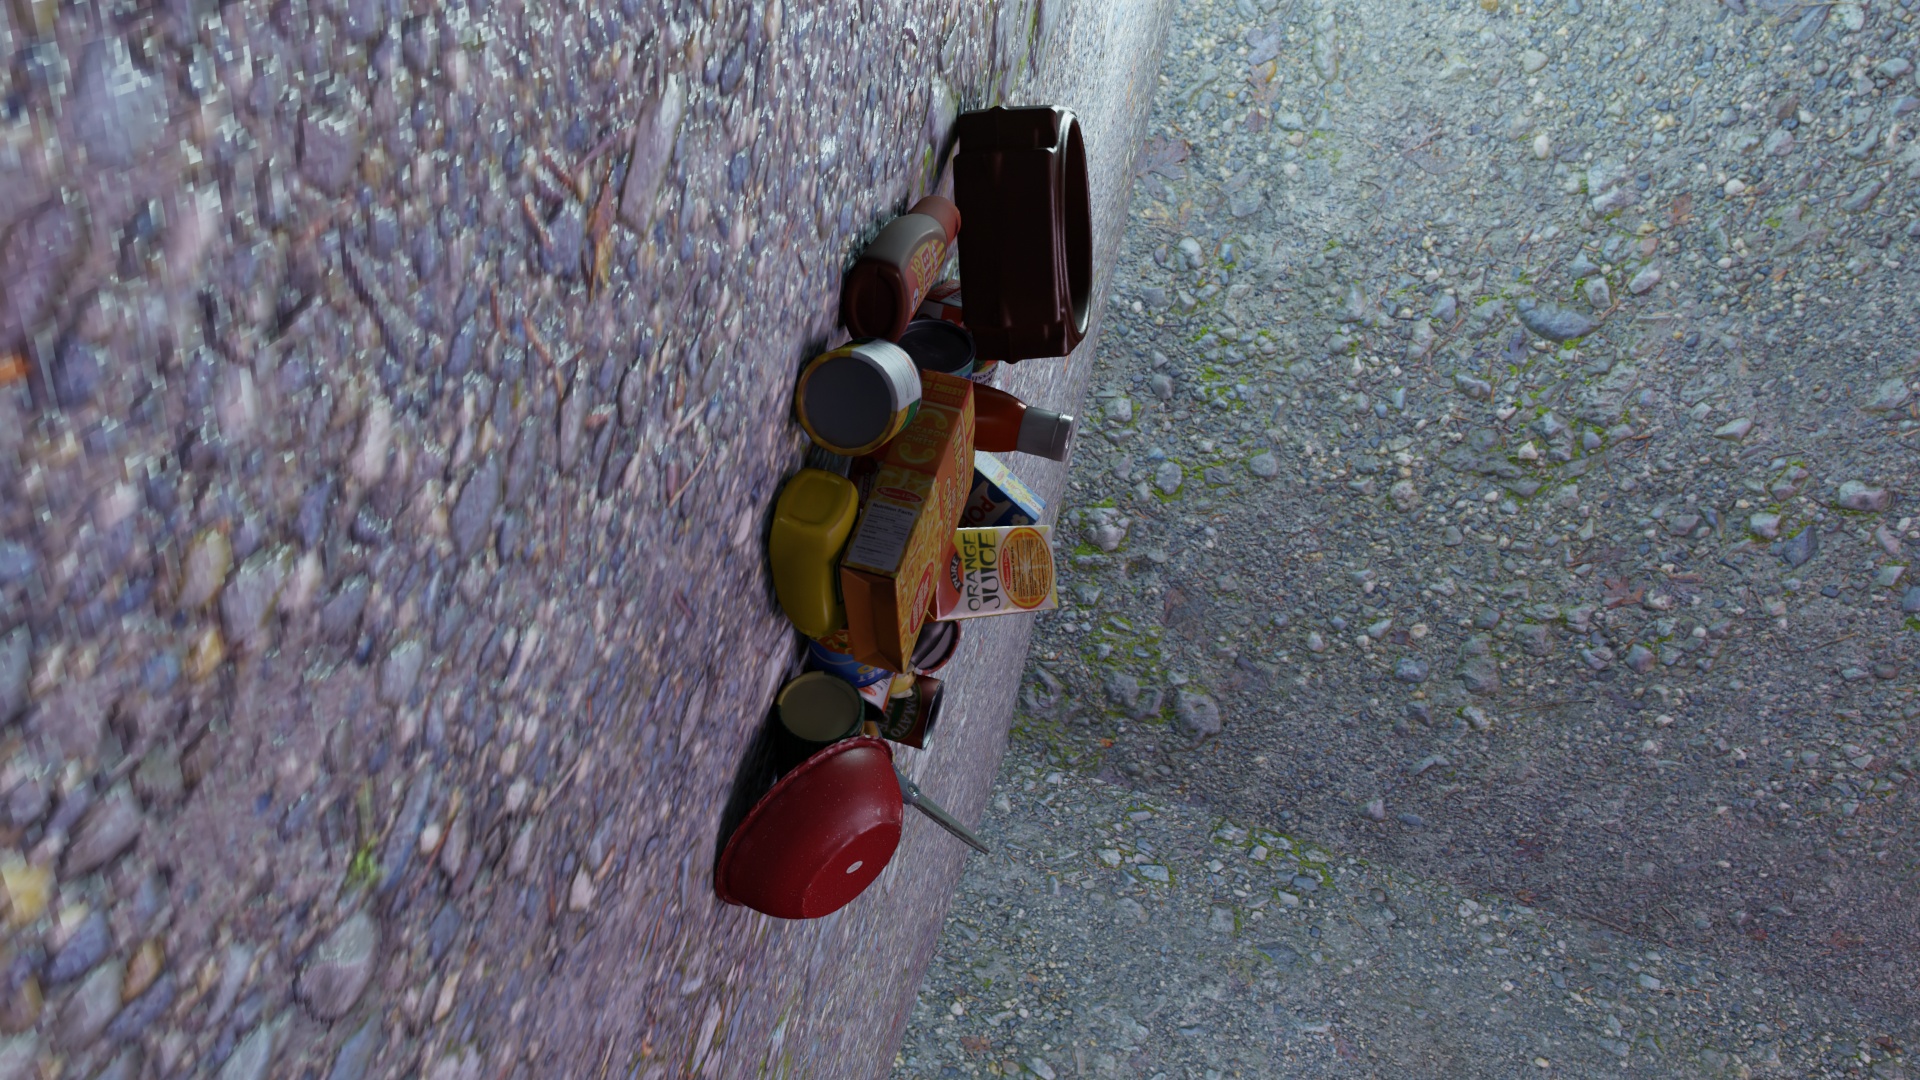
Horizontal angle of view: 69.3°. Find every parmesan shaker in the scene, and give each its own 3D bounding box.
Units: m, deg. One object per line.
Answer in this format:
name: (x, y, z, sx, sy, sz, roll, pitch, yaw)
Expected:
parmesan shaker: (-0.106, 0.155, 1.030, 0.102, 0.071, 0.072, 96, 12, -49)

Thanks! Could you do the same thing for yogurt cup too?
yogurt cup: (-0.052, -0.047, 1.058, 0.072, 0.054, 0.072, 12, 93, -83)

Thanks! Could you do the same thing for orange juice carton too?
orange juice carton: (-0.011, 0.028, 1.114, 0.193, 0.071, 0.073, -3, 87, -47)

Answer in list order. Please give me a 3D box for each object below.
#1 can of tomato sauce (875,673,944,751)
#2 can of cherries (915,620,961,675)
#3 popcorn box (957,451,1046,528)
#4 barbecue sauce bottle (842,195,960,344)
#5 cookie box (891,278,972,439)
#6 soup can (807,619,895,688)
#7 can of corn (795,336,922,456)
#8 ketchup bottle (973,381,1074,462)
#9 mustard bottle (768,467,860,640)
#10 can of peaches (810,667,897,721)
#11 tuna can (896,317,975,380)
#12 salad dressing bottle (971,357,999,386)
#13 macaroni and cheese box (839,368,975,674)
can of tomato sauce: (-0.063, 0.147, 1.256, 0.071, 0.083, 0.071, 12, 93, -82)
can of cherries: (-0.040, 0.080, 1.258, 0.072, 0.058, 0.071, -21, 123, -37)
popcorn box: (0.004, -0.016, 1.237, 0.126, 0.085, 0.038, -46, -175, 36)
barbecue sauce bottle: (-0.036, -0.189, 0.933, 0.149, 0.044, 0.064, -66, 167, -52)
cookie box: (-0.022, -0.129, 1.171, 0.123, 0.040, 0.166, -55, 160, -70)
soup can: (-0.078, 0.062, 1.021, 0.083, 0.071, 0.072, 94, 14, -56)
can of corn: (-0.064, -0.087, 0.855, 0.058, 0.071, 0.071, -50, 155, -71)
ketchup bottle: (0.012, -0.096, 1.072, 0.065, 0.149, 0.043, -66, 167, -50)
mustard bottle: (-0.093, 0.021, 0.911, 0.159, 0.049, 0.065, 95, 14, -54)
can of peaches: (-0.084, 0.103, 1.091, 0.071, 0.071, 0.058, 89, 17, -65)
tuna can: (-0.024, -0.134, 1.049, 0.032, 0.071, 0.071, 98, 10, -47)
salad dressing bottle: (0.001, -0.138, 1.286, 0.064, 0.044, 0.146, -28, 146, -38)
macaroni and cheese box: (-0.031, -0.013, 0.934, 0.123, 0.040, 0.167, 90, 17, -56)
